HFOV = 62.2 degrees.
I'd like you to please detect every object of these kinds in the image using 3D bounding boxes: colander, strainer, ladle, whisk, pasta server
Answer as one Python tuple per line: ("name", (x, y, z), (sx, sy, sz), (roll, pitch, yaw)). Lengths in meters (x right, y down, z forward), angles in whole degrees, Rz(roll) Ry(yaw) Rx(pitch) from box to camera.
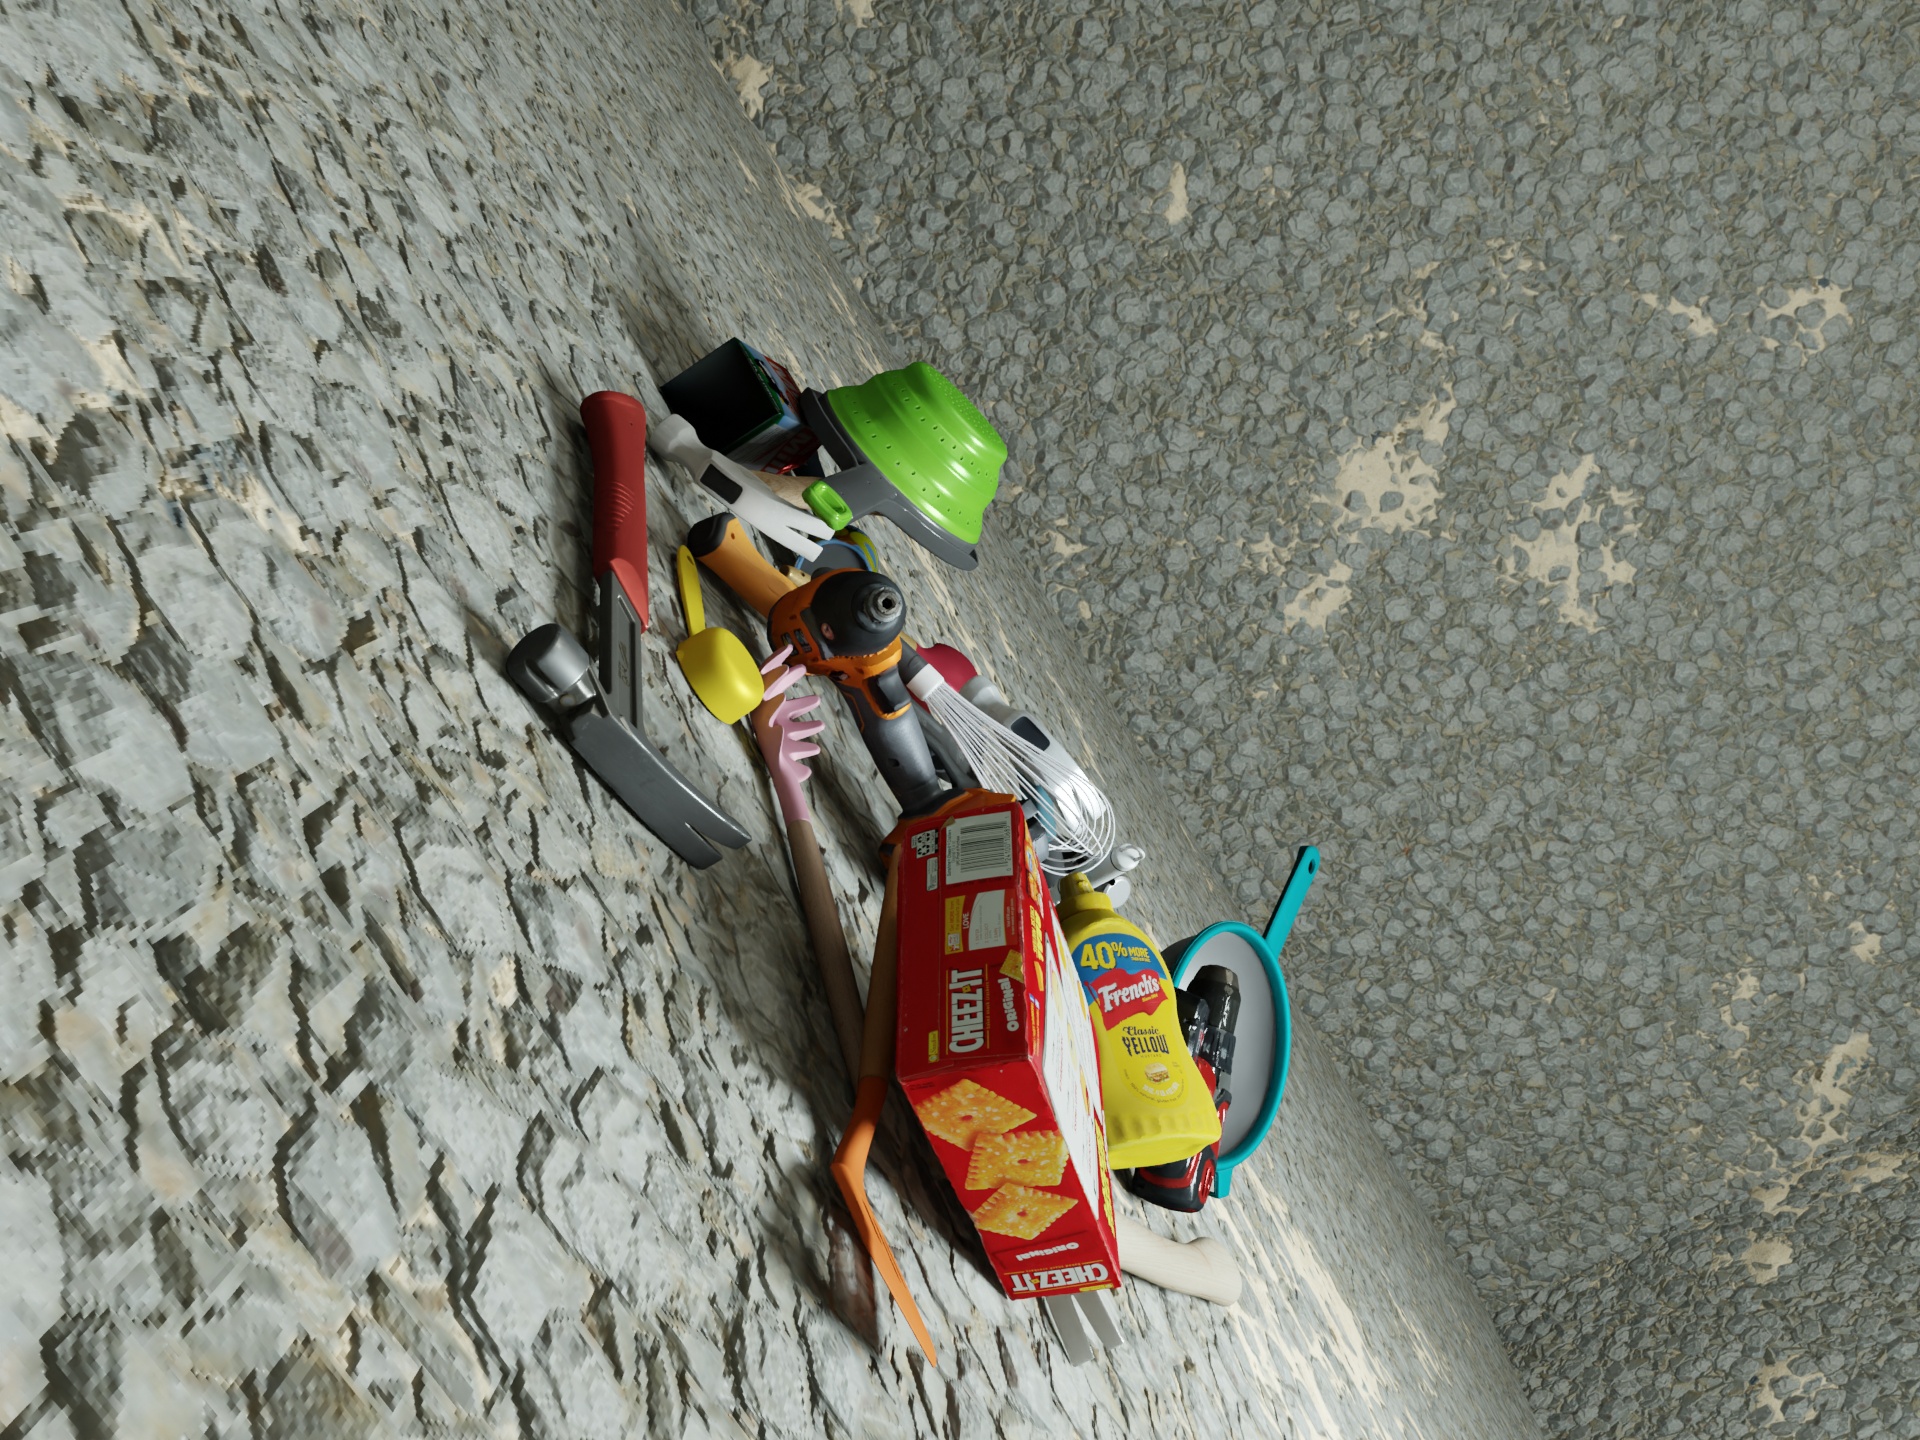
("colander", (-0.040, -0.209, 1.238), (0.204, 0.094, 0.397), (46, 15, -4))
("strainer", (0.226, 0.236, 1.424), (0.340, 0.095, 0.210), (-55, 127, -36))
("strainer", (0.076, 0.130, 1.213), (0.087, 0.050, 0.258), (43, -29, -3))
("ladle", (-0.055, -0.067, 1.276), (0.315, 0.031, 0.069), (29, 33, -58))
("whisk", (-0.001, -0.004, 1.107), (0.284, 0.070, 0.070), (46, 10, 1))
("pasta server", (-0.079, 0.078, 0.897), (0.060, 0.040, 0.317), (63, 5, -48))

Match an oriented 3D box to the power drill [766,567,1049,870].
("power drill", (-0.035, 0.007, 1.018), (0.226, 0.084, 0.164), (61, -21, -7))

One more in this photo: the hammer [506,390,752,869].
("hammer", (-0.179, -0.079, 0.867), (0.149, 0.036, 0.359), (52, 13, -35))

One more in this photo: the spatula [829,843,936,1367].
("spatula", (-0.032, 0.162, 0.786), (0.323, 0.041, 0.081), (-85, 157, -57))

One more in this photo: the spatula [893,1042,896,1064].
("spatula", (0.032, 0.169, 1.018), (0.060, 0.018, 0.316), (60, 26, -1))

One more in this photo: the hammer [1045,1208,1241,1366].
("hammer", (0.128, 0.367, 1.069), (0.410, 0.038, 0.146), (45, 19, -56))

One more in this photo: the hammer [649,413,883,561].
("hammer", (-0.108, -0.174, 1.235), (0.130, 0.031, 0.331), (40, 17, 12))

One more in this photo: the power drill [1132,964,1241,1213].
("power drill", (0.153, 0.249, 1.154), (0.226, 0.080, 0.188), (51, 52, -59))

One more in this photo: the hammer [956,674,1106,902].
("hammer", (0.065, 0.092, 1.281), (0.128, 0.033, 0.330), (43, -18, 27))

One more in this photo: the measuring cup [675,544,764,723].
("measuring cup", (-0.150, -0.063, 0.971), (0.062, 0.029, 0.157), (49, 16, -45))

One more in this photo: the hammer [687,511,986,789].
("hammer", (-0.082, -0.036, 1.160), (0.336, 0.034, 0.127), (43, 41, -43))

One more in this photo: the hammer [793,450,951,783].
("hammer", (-0.095, -0.124, 1.398), (0.143, 0.038, 0.387), (39, 23, -59))

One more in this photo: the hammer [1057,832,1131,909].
("hammer", (0.151, 0.229, 1.484), (0.146, 0.035, 0.334), (30, -24, 50))
